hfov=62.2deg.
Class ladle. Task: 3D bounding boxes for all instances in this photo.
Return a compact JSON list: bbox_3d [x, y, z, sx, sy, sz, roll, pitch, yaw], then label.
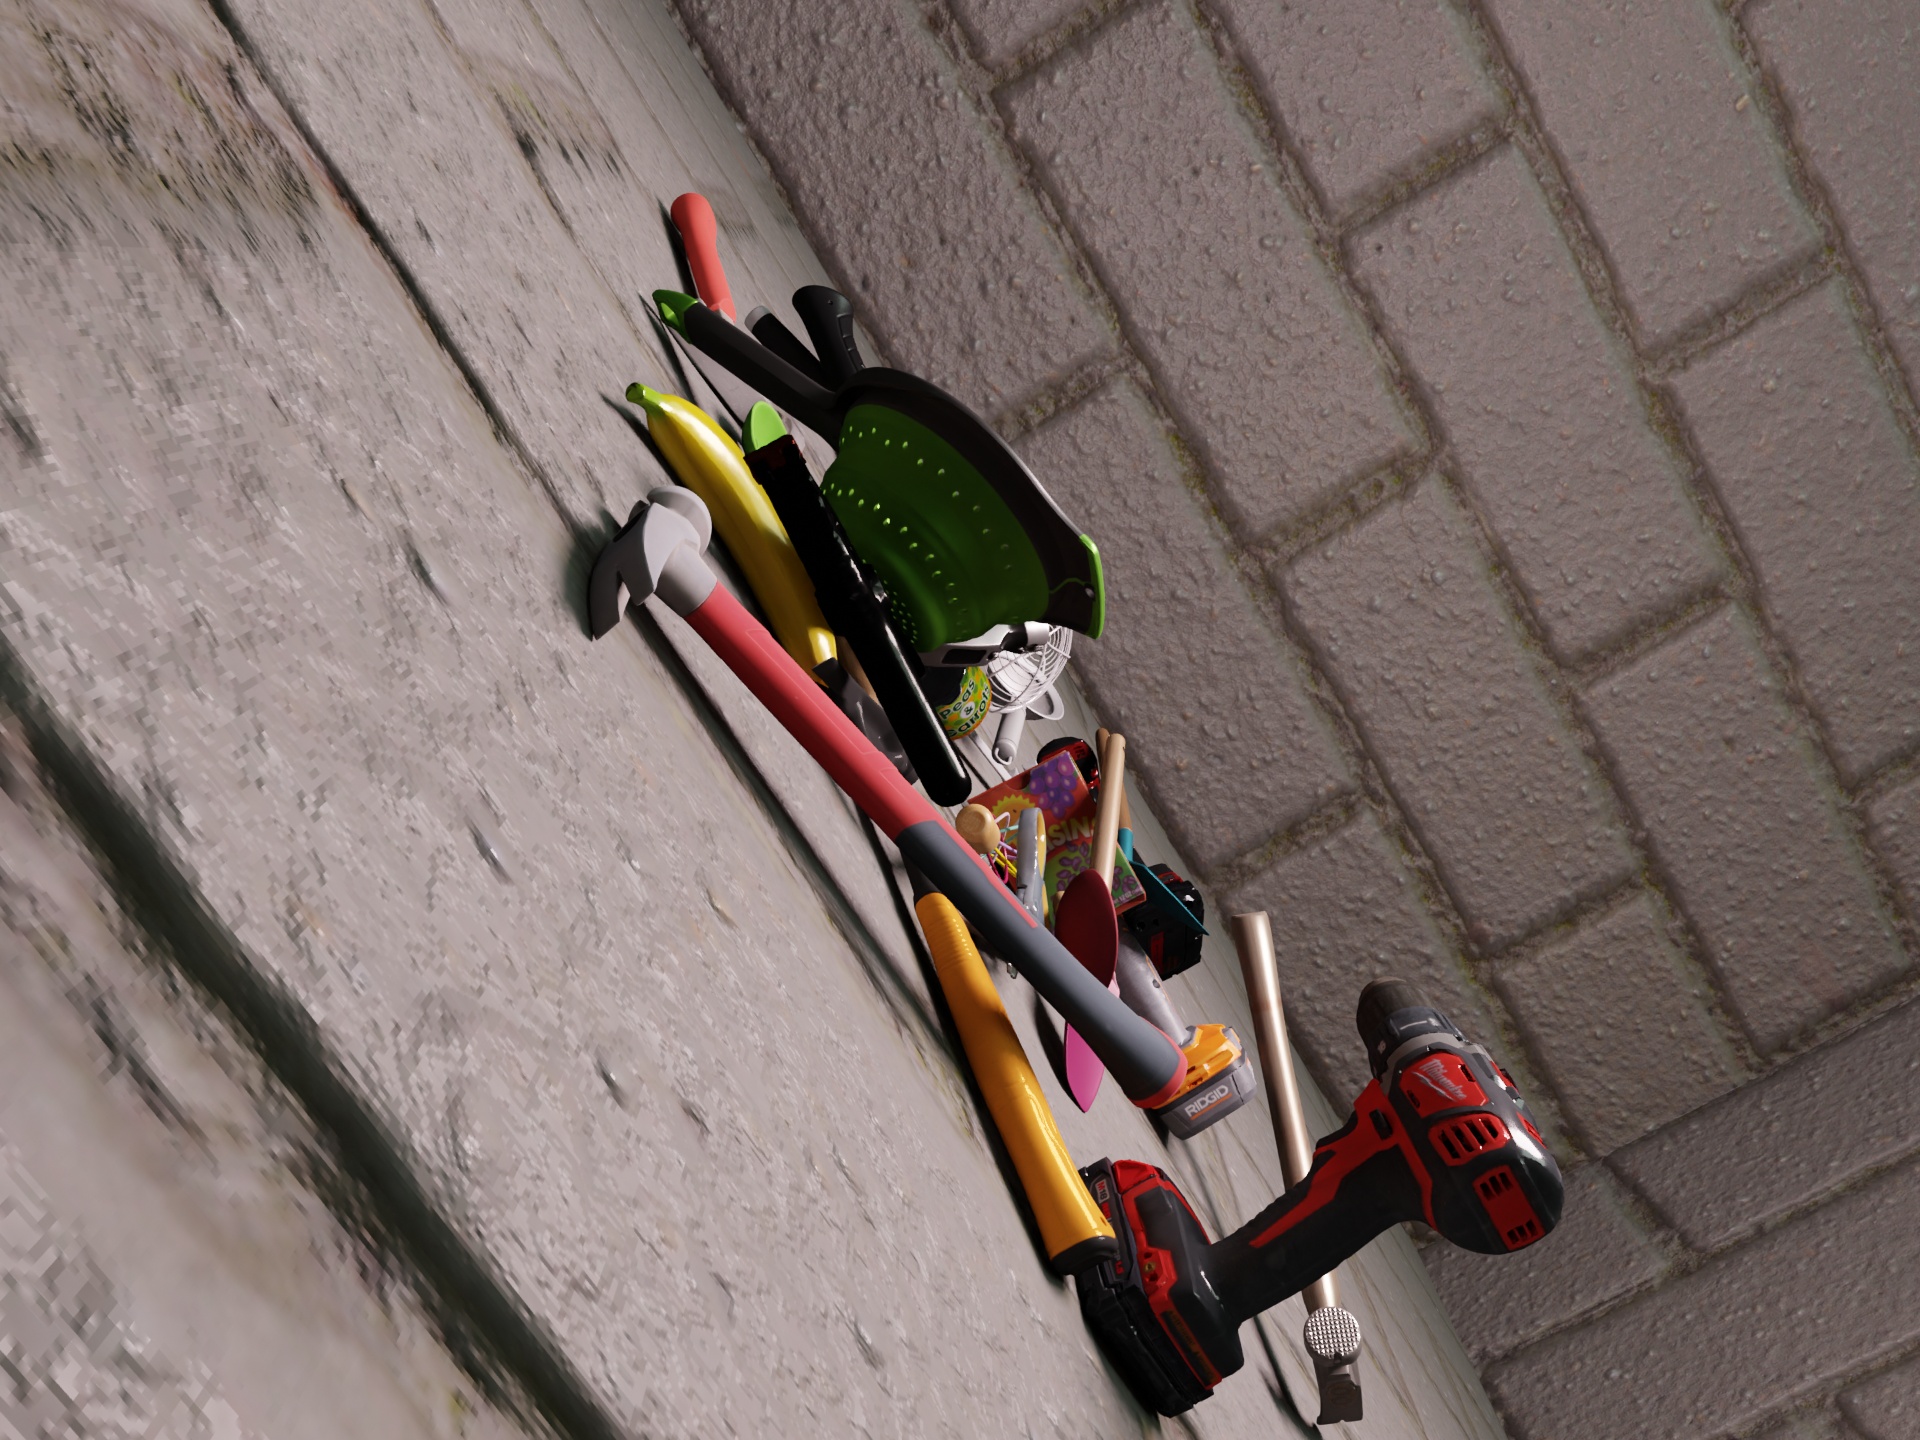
[{"bbox_3d":[0.068,0.119,0.970,0.315,0.031,0.069,64,26,-87],"label":"ladle"}]

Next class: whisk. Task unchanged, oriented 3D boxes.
[{"bbox_3d":[0.018,0.074,0.969,0.245,0.051,0.047,69,1,-81],"label":"whisk"}]

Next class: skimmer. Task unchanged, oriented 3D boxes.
[{"bbox_3d":[-0.048,-0.166,1.231,0.363,0.127,0.090,48,-31,6],"label":"skimmer"}]

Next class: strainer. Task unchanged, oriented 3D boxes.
[{"bbox_3d":[0.042,-0.006,1.293,0.087,0.050,0.258,40,17,-6],"label":"strainer"}]

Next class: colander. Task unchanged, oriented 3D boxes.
[{"bbox_3d":[-0.087,-0.156,1.018,0.397,0.094,0.204,37,-18,23],"label":"colander"}]

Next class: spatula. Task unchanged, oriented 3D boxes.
[{"bbox_3d":[0.145,0.079,1.340,0.082,0.044,0.318,46,17,-22],"label":"spatula"}]

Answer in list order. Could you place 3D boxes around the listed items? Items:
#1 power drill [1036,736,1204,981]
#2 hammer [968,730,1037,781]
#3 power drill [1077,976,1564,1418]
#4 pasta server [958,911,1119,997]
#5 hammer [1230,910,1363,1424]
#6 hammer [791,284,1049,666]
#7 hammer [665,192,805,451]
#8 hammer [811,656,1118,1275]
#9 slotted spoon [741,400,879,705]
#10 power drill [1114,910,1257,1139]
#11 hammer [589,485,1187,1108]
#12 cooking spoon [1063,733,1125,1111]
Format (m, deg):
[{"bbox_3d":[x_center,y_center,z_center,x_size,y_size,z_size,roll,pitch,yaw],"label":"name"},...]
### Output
[{"bbox_3d":[0.136,0.132,1.461,0.143,0.078,0.220,83,-19,-50],"label":"power drill"},{"bbox_3d":[-0.002,-0.004,1.283,0.405,0.035,0.144,52,11,-45],"label":"hammer"},{"bbox_3d":[0.169,0.224,0.799,0.080,0.226,0.188,57,8,-19],"label":"power drill"},{"bbox_3d":[0.047,0.155,1.048,0.060,0.040,0.316,63,12,26],"label":"pasta server"},{"bbox_3d":[0.255,0.324,1.233,0.411,0.038,0.146,-92,170,-46],"label":"hammer"},{"bbox_3d":[-0.059,-0.183,1.150,0.035,0.146,0.335,-54,-129,51],"label":"hammer"},{"bbox_3d":[-0.204,-0.352,1.291,0.149,0.036,0.360,53,11,-42],"label":"hammer"},{"bbox_3d":[-0.004,0.118,0.812,0.337,0.034,0.127,65,8,33],"label":"hammer"},{"bbox_3d":[-0.097,-0.098,1.059,0.070,0.031,0.314,49,15,-54],"label":"slotted spoon"},{"bbox_3d":[0.141,0.205,1.263,0.226,0.084,0.164,57,5,6],"label":"power drill"},{"bbox_3d":[-0.019,0.057,0.731,0.386,0.038,0.143,48,12,-19],"label":"hammer"},{"bbox_3d":[0.094,0.124,1.090,0.319,0.017,0.068,-77,150,-45],"label":"cooking spoon"}]
